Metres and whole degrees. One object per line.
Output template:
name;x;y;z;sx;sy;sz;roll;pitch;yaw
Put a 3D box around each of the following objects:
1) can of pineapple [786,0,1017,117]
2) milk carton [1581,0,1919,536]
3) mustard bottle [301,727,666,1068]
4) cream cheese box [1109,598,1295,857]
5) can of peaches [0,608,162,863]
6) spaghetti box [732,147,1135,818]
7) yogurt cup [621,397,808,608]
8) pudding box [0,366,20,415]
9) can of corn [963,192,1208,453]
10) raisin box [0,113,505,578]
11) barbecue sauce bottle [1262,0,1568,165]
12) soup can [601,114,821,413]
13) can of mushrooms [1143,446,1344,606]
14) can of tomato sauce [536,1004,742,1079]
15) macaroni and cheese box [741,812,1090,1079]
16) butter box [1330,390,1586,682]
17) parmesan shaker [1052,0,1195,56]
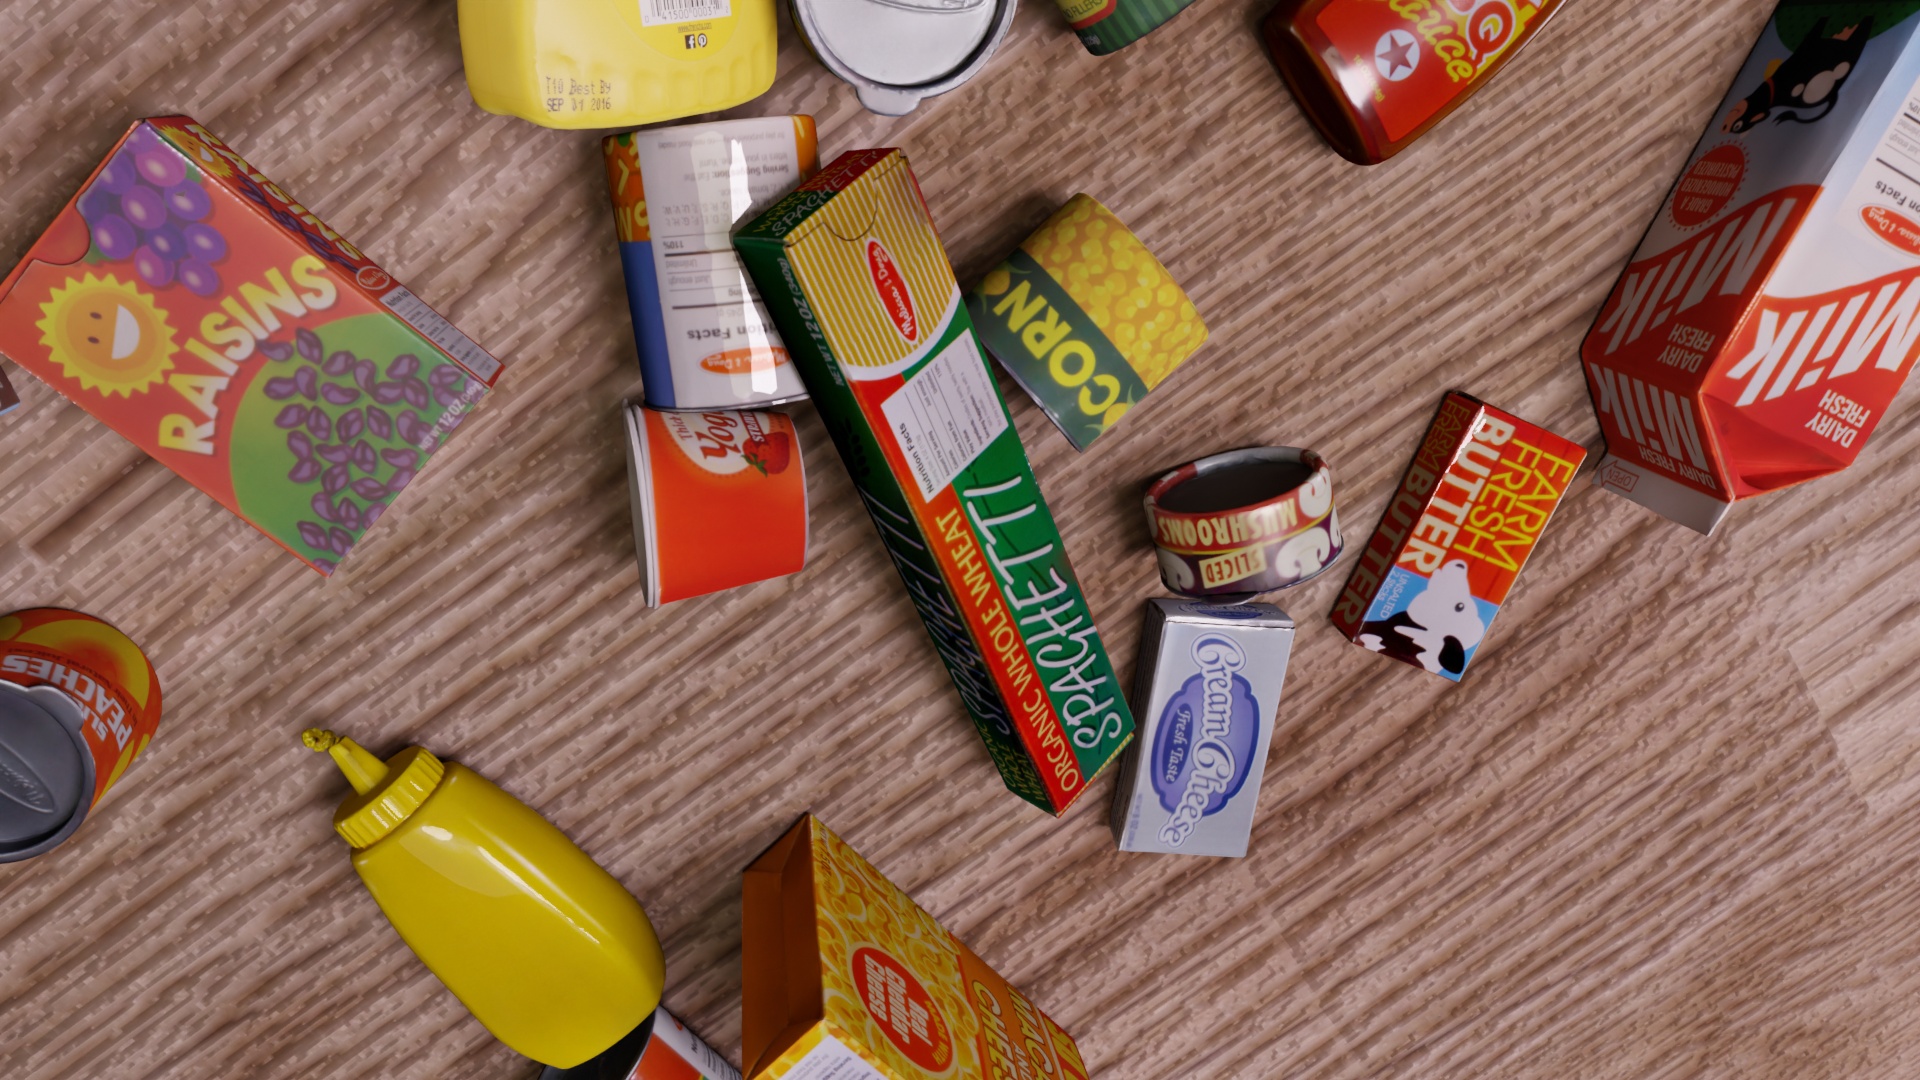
can of pineapple;-0.021;-0.168;0.423;0.071;0.058;0.070;-3;109;-8
milk carton;0.295;-0.095;0.494;0.073;0.072;0.190;22;103;-16
mustard bottle;-0.176;0.121;0.503;0.065;0.049;0.160;-35;110;4
cream cheese box;0.093;0.074;0.544;0.053;0.024;0.103;4;108;-11
can of peaches;-0.306;0.061;0.456;0.071;0.058;0.071;-3;109;-8
spaghetti box;0.002;-0.006;0.459;0.050;0.029;0.249;-44;129;-25
yogurt cup;-0.082;-0.014;0.465;0.054;0.072;0.072;-6;110;-16
pudding box;-0.346;-0.047;0.426;0.084;0.030;0.049;-20;110;-2
can of corn;0.040;-0.072;0.460;0.058;0.071;0.071;-42;110;6
raisin box;-0.222;-0.060;0.438;0.123;0.040;0.086;41;99;-19
barbecue sauce bottle;0.175;-0.192;0.455;0.148;0.044;0.064;-38;110;4
soup can;-0.073;-0.088;0.438;0.071;0.071;0.083;-8;106;-7
can of mushrooms;0.100;-0.006;0.493;0.071;0.071;0.033;-17;109;-3
can of tomato sauce;-0.117;0.229;0.540;0.071;0.071;0.083;-39;111;5
macaroni and cheese box;-0.009;0.193;0.515;0.040;0.124;0.166;-42;111;8
butter box;0.191;-0.001;0.535;0.053;0.024;0.103;20;105;-16
parmesan shaker;0.037;-0.206;0.412;0.071;0.071;0.103;-38;111;5
